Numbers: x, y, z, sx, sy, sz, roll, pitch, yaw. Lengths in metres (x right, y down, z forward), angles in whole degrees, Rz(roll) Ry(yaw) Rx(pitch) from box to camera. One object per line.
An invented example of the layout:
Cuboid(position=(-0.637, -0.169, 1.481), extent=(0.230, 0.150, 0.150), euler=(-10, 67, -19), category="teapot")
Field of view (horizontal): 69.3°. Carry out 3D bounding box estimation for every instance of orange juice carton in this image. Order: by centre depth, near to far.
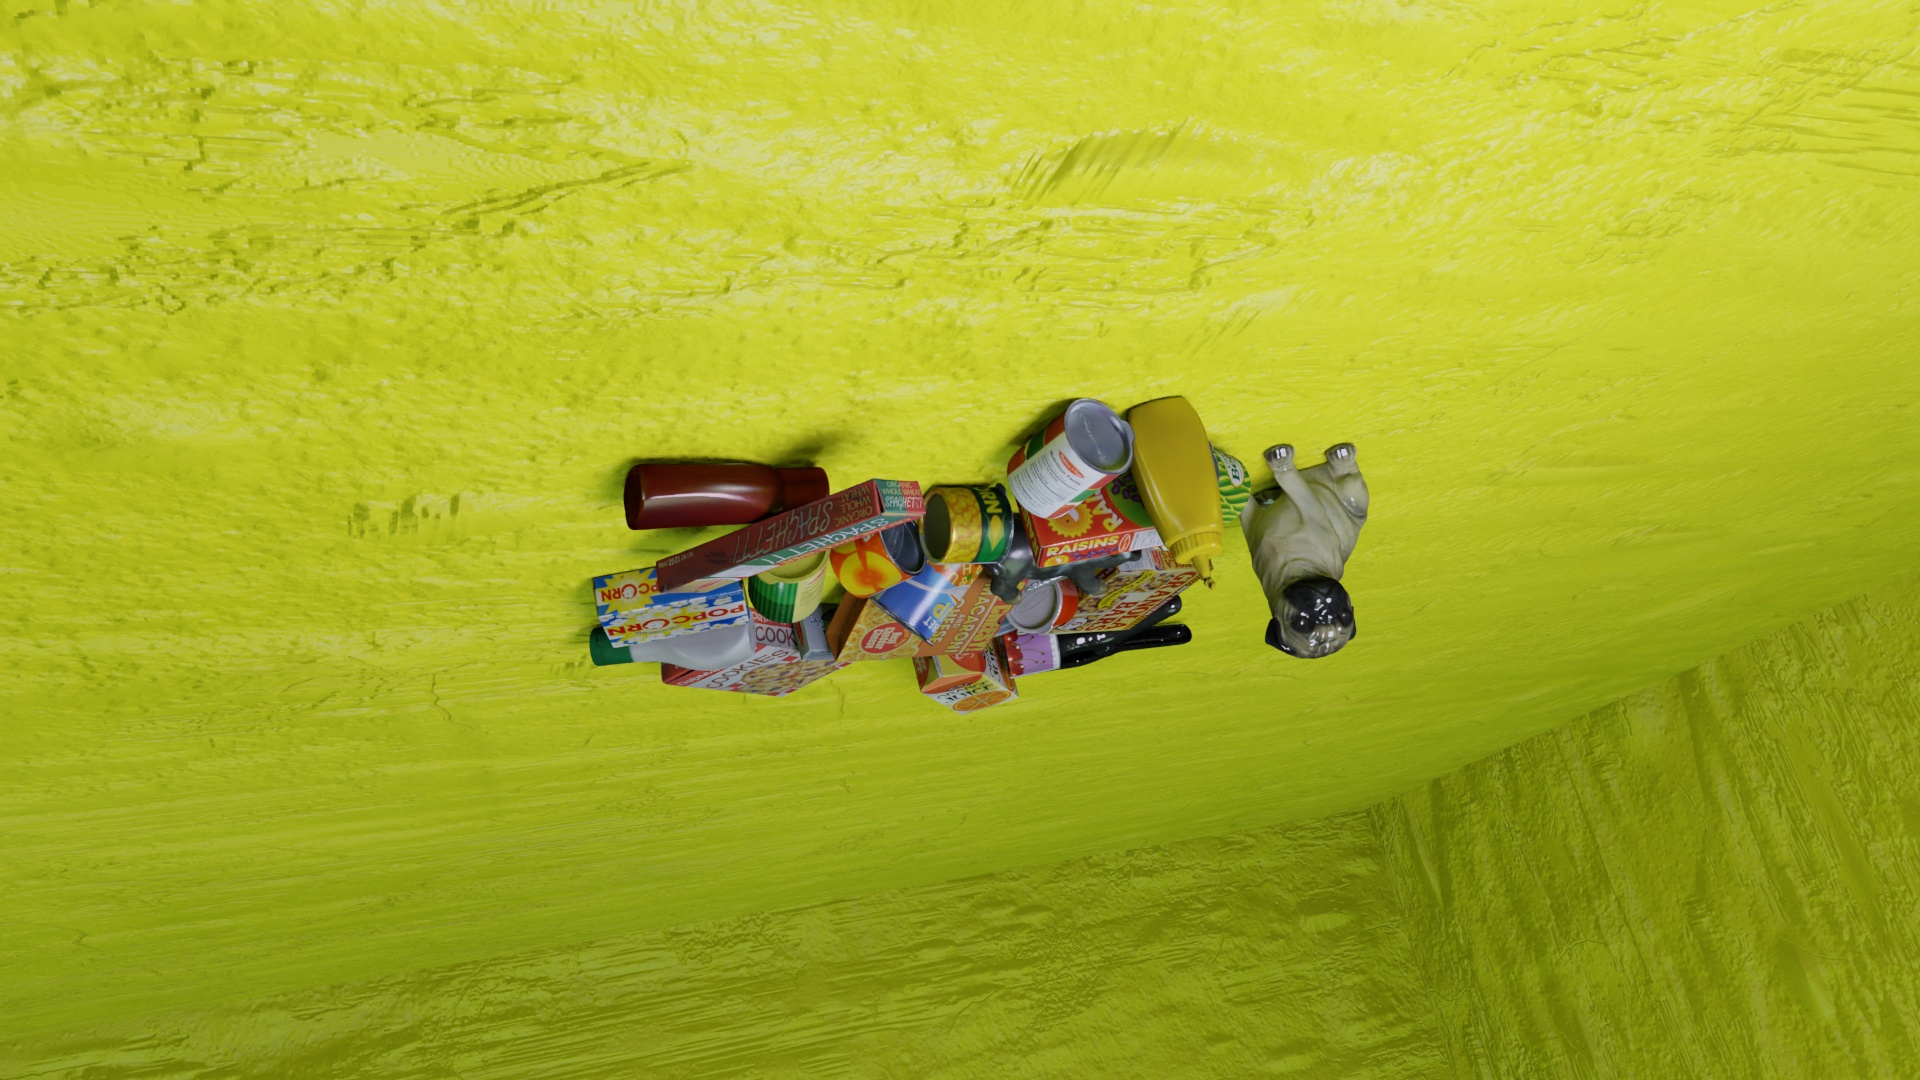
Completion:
Cuboid(position=(-0.002, 0.134, 1.529), extent=(0.073, 0.072, 0.192), euler=(-19, 158, 12), category="orange juice carton")

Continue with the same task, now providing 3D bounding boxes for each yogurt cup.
Cuboid(position=(0.084, 0.061, 1.412), extent=(0.072, 0.072, 0.054), euler=(-26, 163, 28), category="yogurt cup")

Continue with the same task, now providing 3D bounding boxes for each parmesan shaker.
Cuboid(position=(-0.148, 0.025, 1.172), extent=(0.071, 0.071, 0.102), euler=(-8, 158, -13), category="parmesan shaker")

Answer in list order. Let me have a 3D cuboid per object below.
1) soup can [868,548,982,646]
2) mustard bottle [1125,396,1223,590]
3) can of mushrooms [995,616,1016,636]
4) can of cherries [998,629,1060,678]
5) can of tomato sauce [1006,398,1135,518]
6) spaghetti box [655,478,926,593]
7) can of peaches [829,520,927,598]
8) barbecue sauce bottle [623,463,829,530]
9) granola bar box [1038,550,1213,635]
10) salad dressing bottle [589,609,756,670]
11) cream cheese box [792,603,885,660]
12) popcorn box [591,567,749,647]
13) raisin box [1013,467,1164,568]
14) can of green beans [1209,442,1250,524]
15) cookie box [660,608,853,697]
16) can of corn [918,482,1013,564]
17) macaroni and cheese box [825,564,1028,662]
Cuboid(position=(-0.028, 0.040, 1.232), extent=(0.084, 0.071, 0.071), euler=(-52, 158, -8), category="soup can")
Cuboid(position=(0.174, -0.033, 1.097), extent=(0.065, 0.160, 0.048), euler=(-12, 160, -1), category="mustard bottle")
Cuboid(position=(0.031, 0.077, 1.459), extent=(0.071, 0.033, 0.070), euler=(-12, 159, -5), category="can of mushrooms")
Cuboid(position=(0.075, 0.113, 1.539), extent=(0.058, 0.072, 0.071), euler=(-11, 158, -3), category="can of cherries")
Cuboid(position=(0.087, -0.064, 1.099), extent=(0.071, 0.071, 0.082), euler=(2, 154, -34), category="can of tomato sauce")
Cuboid(position=(-0.134, 0.000, 1.057), extent=(0.249, 0.029, 0.050), euler=(-18, 168, 37), category="spaghetti box")
Cuboid(position=(-0.072, 0.008, 1.185), extent=(0.058, 0.071, 0.071), euler=(-25, 156, 28), category="can of peaches")
Cuboid(position=(-0.174, -0.035, 1.044), extent=(0.149, 0.044, 0.064), euler=(-3, 160, -26), category="barbecue sauce bottle")
Cuboid(position=(0.168, 0.049, 1.465), extent=(0.124, 0.039, 0.164), euler=(-1, 155, -30), category="granola bar box")
Cuboid(position=(-0.266, 0.091, 1.286), extent=(0.148, 0.064, 0.043), euler=(-5, 153, 1), category="salad dressing bottle")
Cuboid(position=(-0.116, 0.091, 1.379), extent=(0.104, 0.053, 0.024), euler=(4, 151, -38), category="cream cheese box")
Cuboid(position=(-0.252, 0.054, 1.223), extent=(0.127, 0.038, 0.085), euler=(-10, 159, -9), category="popcorn box")
Cuboid(position=(0.113, -0.031, 1.167), extent=(0.123, 0.086, 0.040), euler=(-10, 152, -10), category="raisin box")
Cuboid(position=(0.211, -0.049, 1.210), extent=(0.071, 0.071, 0.058), euler=(-29, 154, 34), category="can of green beans")
Cuboid(position=(-0.200, 0.116, 1.408), extent=(0.122, 0.040, 0.167), euler=(-27, 155, 31), category="cookie box")
Cuboid(position=(0.004, -0.015, 1.174), extent=(0.058, 0.071, 0.071), euler=(-1, 155, -28), category="can of corn")
Cuboid(position=(-0.031, 0.063, 1.339), extent=(0.167, 0.040, 0.123), euler=(-1, 139, -30), category="macaroni and cheese box")
